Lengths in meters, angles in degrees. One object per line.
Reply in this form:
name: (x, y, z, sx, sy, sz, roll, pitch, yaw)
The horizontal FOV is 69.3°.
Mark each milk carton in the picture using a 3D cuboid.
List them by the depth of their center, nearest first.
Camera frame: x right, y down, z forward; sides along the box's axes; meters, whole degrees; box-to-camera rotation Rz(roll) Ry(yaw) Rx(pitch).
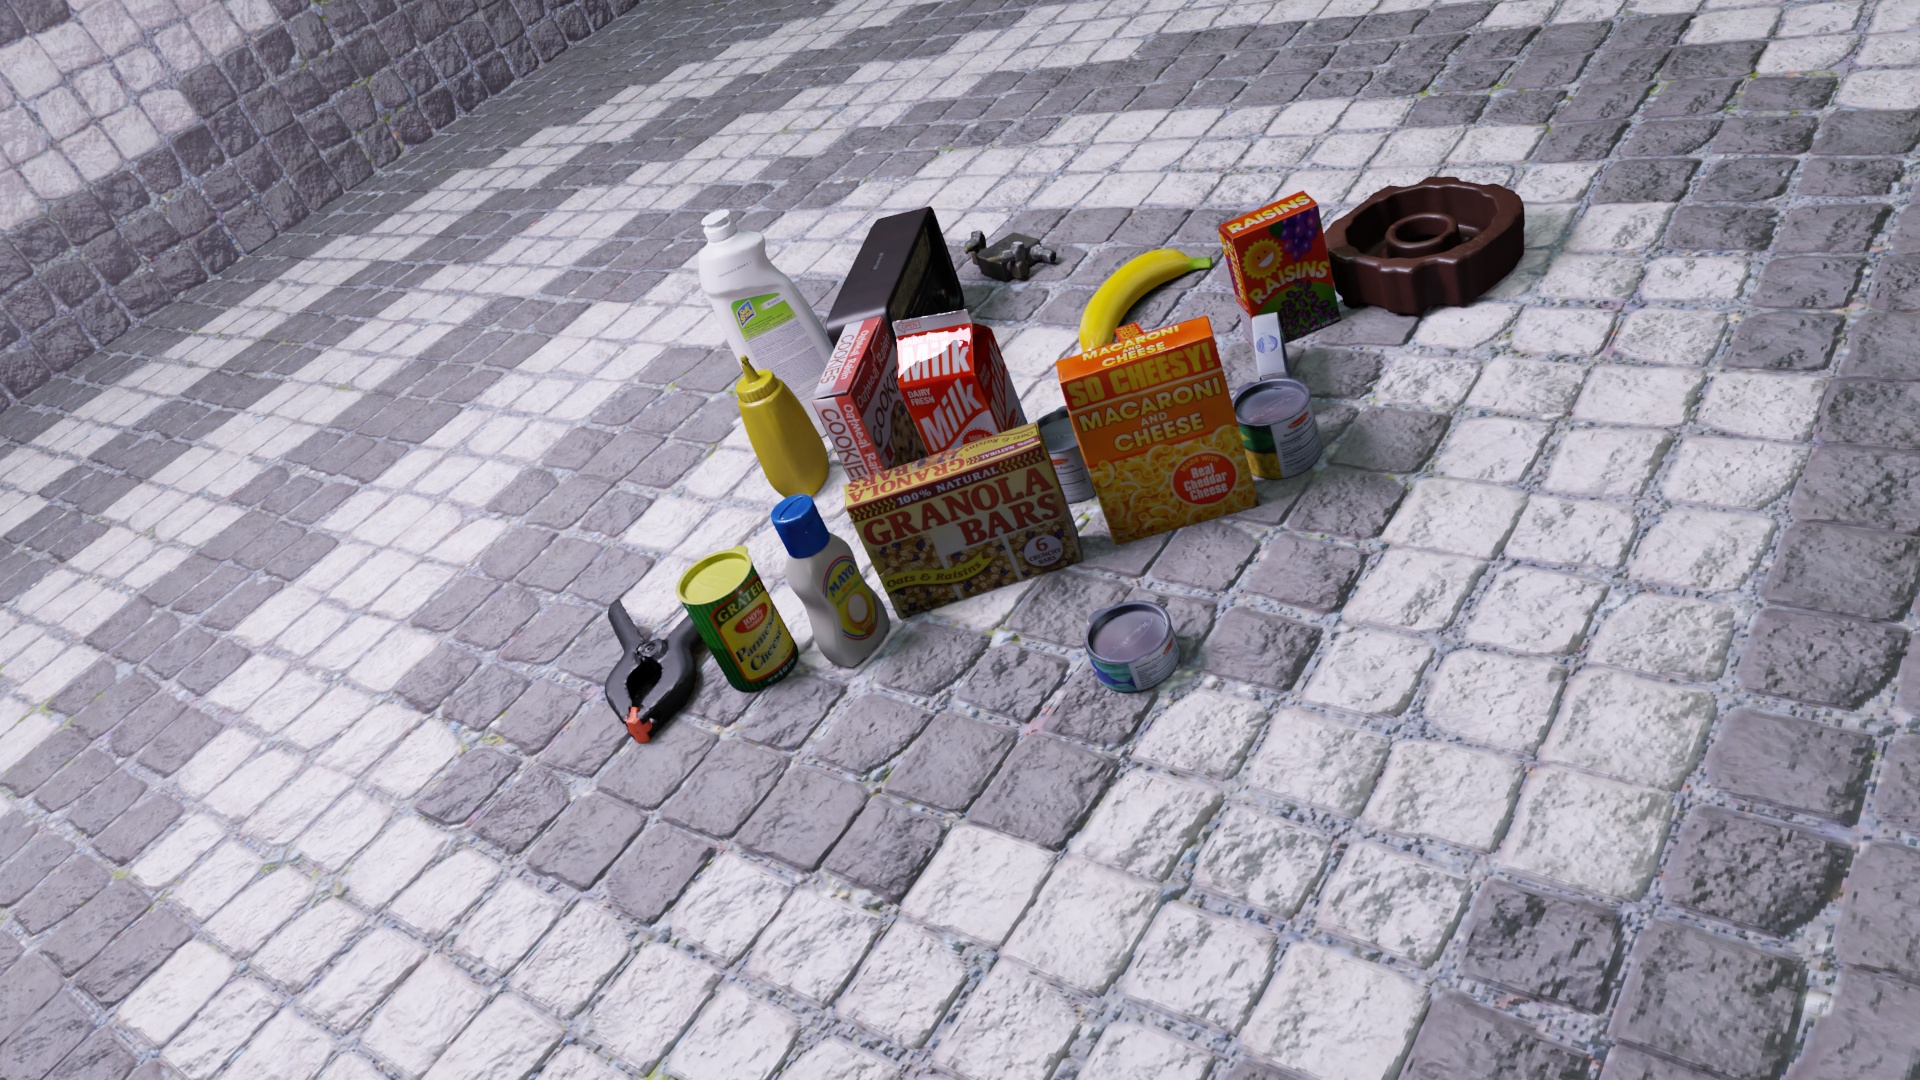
milk carton: (0.005, -0.115, 1.208, 0.072, 0.189, 0.074, -7, 38, 22)

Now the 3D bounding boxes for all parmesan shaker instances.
parmesan shaker: (-0.181, 0.065, 1.149, 0.071, 0.102, 0.072, -15, 35, 11)

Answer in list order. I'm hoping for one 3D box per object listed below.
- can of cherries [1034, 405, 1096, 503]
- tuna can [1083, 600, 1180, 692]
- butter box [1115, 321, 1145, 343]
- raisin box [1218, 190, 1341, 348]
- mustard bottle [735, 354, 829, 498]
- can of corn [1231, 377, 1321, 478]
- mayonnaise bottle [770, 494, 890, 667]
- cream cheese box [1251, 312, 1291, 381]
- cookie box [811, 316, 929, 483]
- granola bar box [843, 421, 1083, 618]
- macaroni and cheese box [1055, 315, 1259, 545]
can of cherries: (0.097, -0.076, 1.220, 0.071, 0.058, 0.072, -15, 36, 11)
tuna can: (0.125, 0.077, 1.023, 0.071, 0.032, 0.071, -15, 36, 11)
butter box: (0.174, -0.158, 1.290, 0.024, 0.053, 0.104, -22, 35, 1)
raisin box: (0.295, -0.246, 1.278, 0.086, 0.123, 0.040, -22, 35, 2)
mustard bottle: (-0.178, -0.115, 1.336, 0.049, 0.159, 0.066, -1, 40, 29)
can of corn: (0.260, -0.094, 1.152, 0.071, 0.058, 0.071, -15, 36, 11)
mayonnaise bottle: (-0.107, 0.030, 1.115, 0.041, 0.147, 0.065, 10, 47, 39)
cream cheese box: (0.276, -0.152, 1.224, 0.024, 0.053, 0.104, -12, 36, 16)
cookie box: (-0.070, -0.098, 1.247, 0.040, 0.166, 0.123, -9, 37, 20)
granola bar box: (0.004, -0.014, 1.132, 0.165, 0.123, 0.039, -18, 35, 7)
macaroni and cheese box: (0.157, -0.085, 1.103, 0.123, 0.165, 0.040, -16, 35, 10)
